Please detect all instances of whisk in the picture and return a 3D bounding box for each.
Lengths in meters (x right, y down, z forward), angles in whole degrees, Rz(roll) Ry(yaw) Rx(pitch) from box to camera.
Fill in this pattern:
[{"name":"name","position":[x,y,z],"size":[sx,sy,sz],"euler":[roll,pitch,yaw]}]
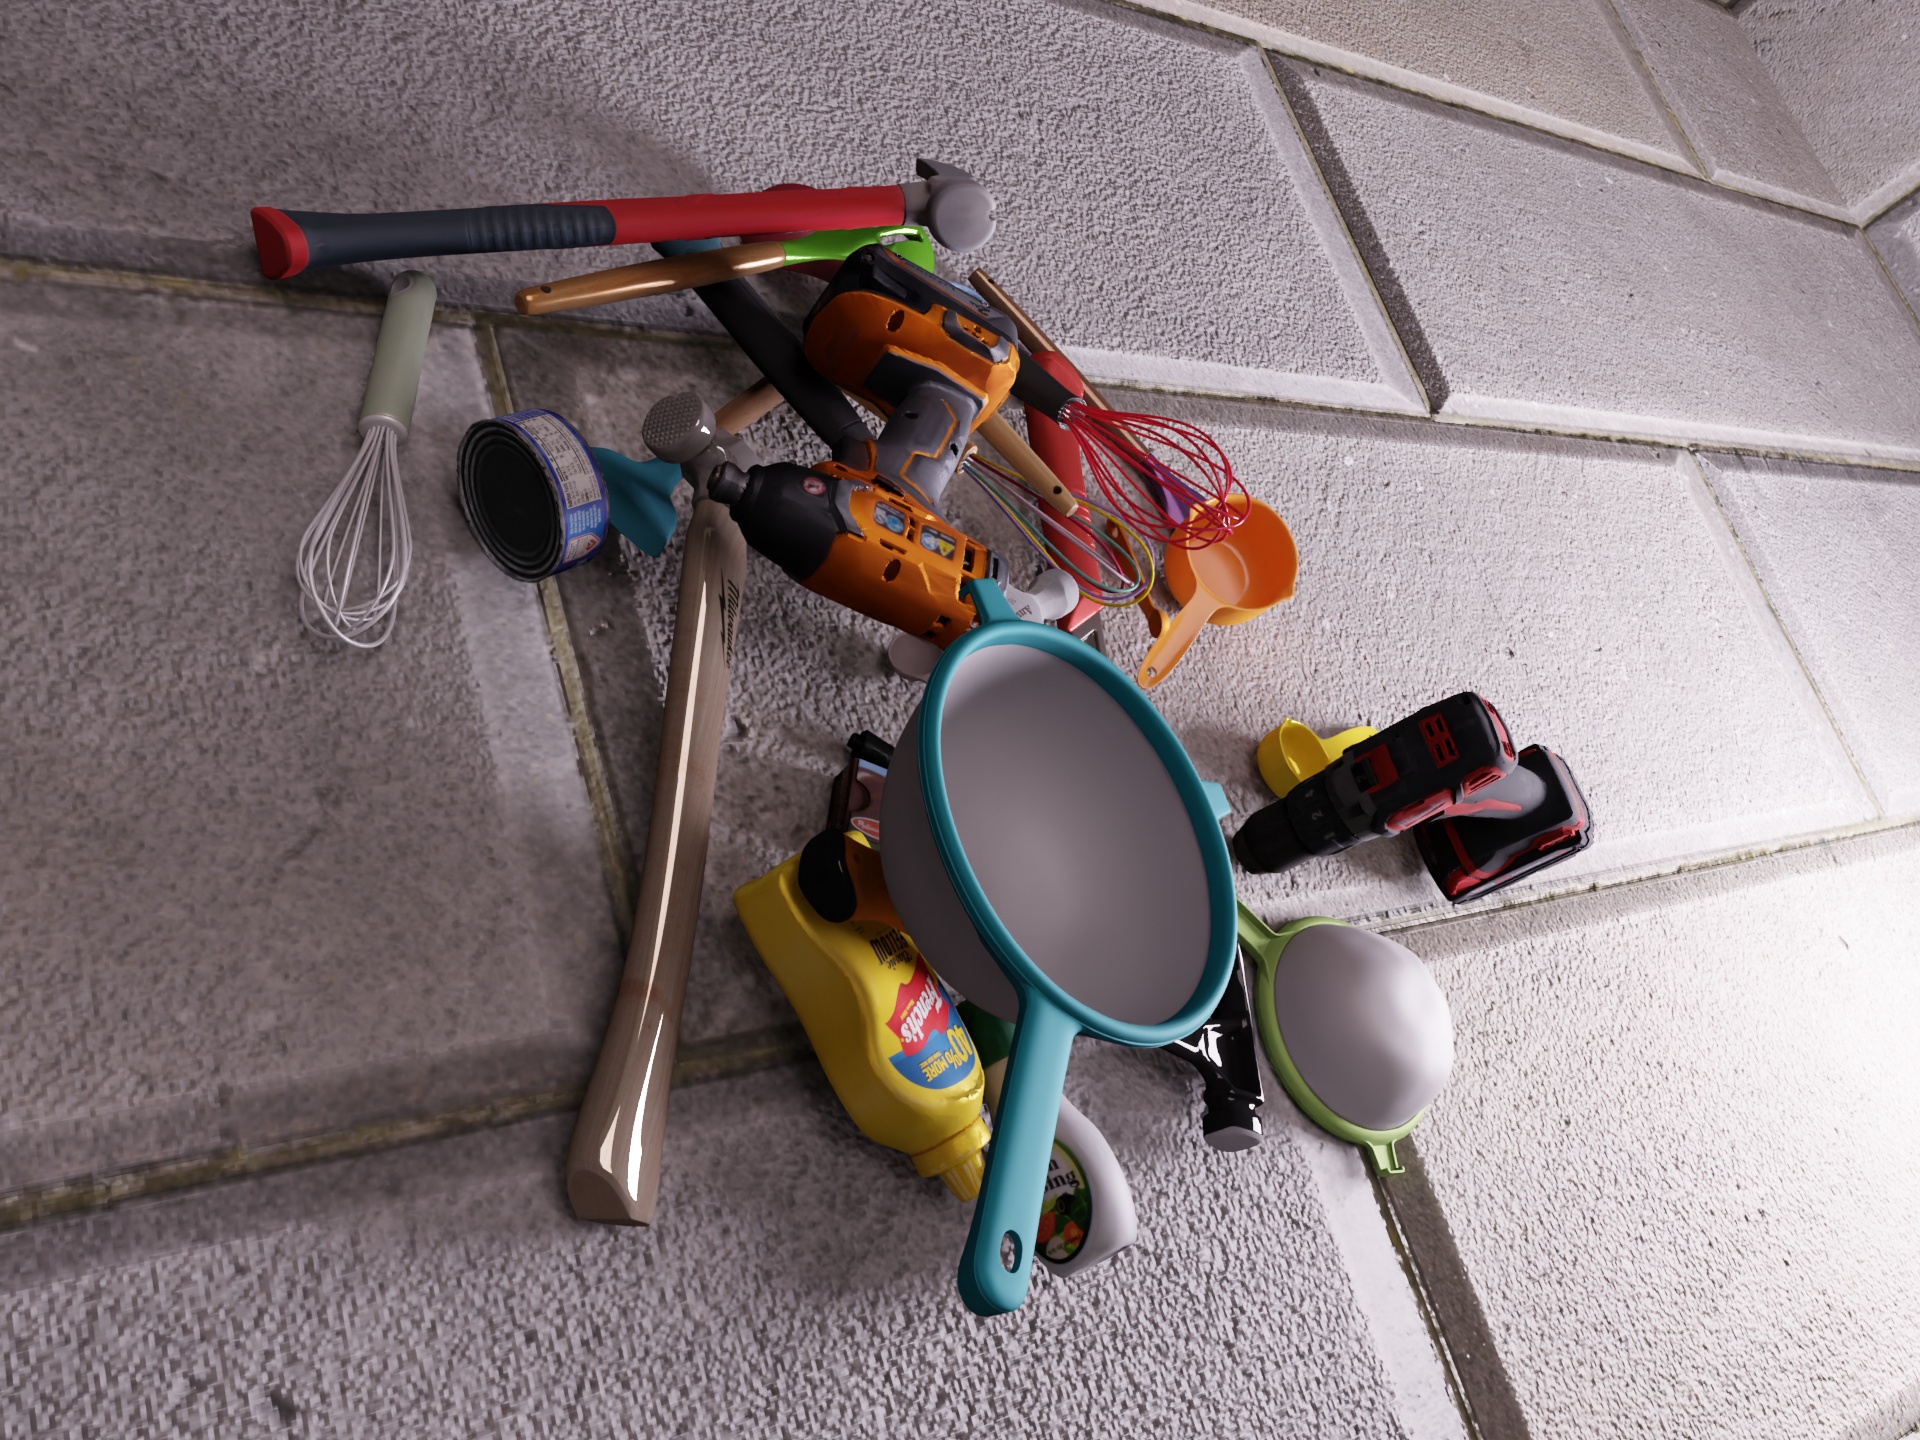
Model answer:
[{"name":"whisk","position":[-0.296,-0.141,0.813],"size":[0.059,0.058,0.247],"euler":[50,30,-51]},{"name":"whisk","position":[0.084,-0.190,1.028],"size":[0.073,0.073,0.296],"euler":[-1,33,-37]},{"name":"whisk","position":[0.019,-0.150,1.014],"size":[0.245,0.047,0.051],"euler":[37,55,11]}]

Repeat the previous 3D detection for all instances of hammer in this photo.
[{"name":"hammer","position":[0.049,0.127,0.850],"size":[0.336,0.034,0.127],"euler":[30,44,-36]},{"name":"hammer","position":[-0.068,-0.172,0.956],"size":[0.331,0.033,0.128],"euler":[50,42,4]},{"name":"hammer","position":[-0.134,0.042,0.802],"size":[0.146,0.038,0.411],"euler":[46,42,-55]},{"name":"hammer","position":[0.067,-0.097,1.046],"size":[0.149,0.036,0.359],"euler":[7,59,-24]},{"name":"hammer","position":[-0.183,-0.279,0.882],"size":[0.386,0.038,0.143],"euler":[-7,26,-11]}]

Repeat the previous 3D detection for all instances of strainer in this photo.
[{"name":"strainer","position":[0.226,0.150,0.996],"size":[0.256,0.069,0.151],"euler":[44,47,-9]},{"name":"strainer","position":[0.019,0.109,0.716],"size":[0.210,0.095,0.341],"euler":[40,42,-24]}]

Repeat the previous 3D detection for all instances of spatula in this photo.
[{"name":"spatula","position":[0.116,-0.209,1.166],"size":[0.316,0.018,0.060],"euler":[47,48,-4]},{"name":"spatula","position":[-0.129,-0.189,0.958],"size":[0.082,0.044,0.317],"euler":[44,46,-3]}]

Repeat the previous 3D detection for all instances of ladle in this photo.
[{"name":"ladle","position":[-0.033,-0.241,1.014],"size":[0.069,0.031,0.315],"euler":[-39,75,-12]}]

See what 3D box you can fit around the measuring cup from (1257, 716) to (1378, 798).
[{"name":"measuring cup","position":[0.259,0.026,1.132],"size":[0.156,0.029,0.062],"euler":[-10,70,-52]}]

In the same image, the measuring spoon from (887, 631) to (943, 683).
[{"name":"measuring spoon","position":[-0.001,-0.003,0.941],"size":[0.034,0.018,0.124],"euler":[-29,68,-25]}]

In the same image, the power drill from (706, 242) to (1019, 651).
[{"name":"power drill","position":[-0.048,-0.156,0.876],"size":[0.164,0.084,0.227],"euler":[23,50,-22]}]

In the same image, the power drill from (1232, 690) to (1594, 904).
[{"name":"power drill","position":[0.304,0.063,1.060],"size":[0.226,0.188,0.080],"euler":[19,47,-49]}]

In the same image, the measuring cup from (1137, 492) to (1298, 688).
[{"name":"measuring cup","position":[0.163,-0.080,1.109],"size":[0.095,0.052,0.174],"euler":[40,68,-4]}]

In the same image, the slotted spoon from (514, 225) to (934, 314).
[{"name":"slotted spoon","position":[-0.126,-0.270,0.938],"size":[0.314,0.031,0.070],"euler":[-26,69,-42]}]

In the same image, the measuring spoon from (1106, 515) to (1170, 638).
[{"name":"measuring spoon","position":[0.121,-0.100,1.086],"size":[0.011,0.021,0.117],"euler":[-1,48,-19]}]
